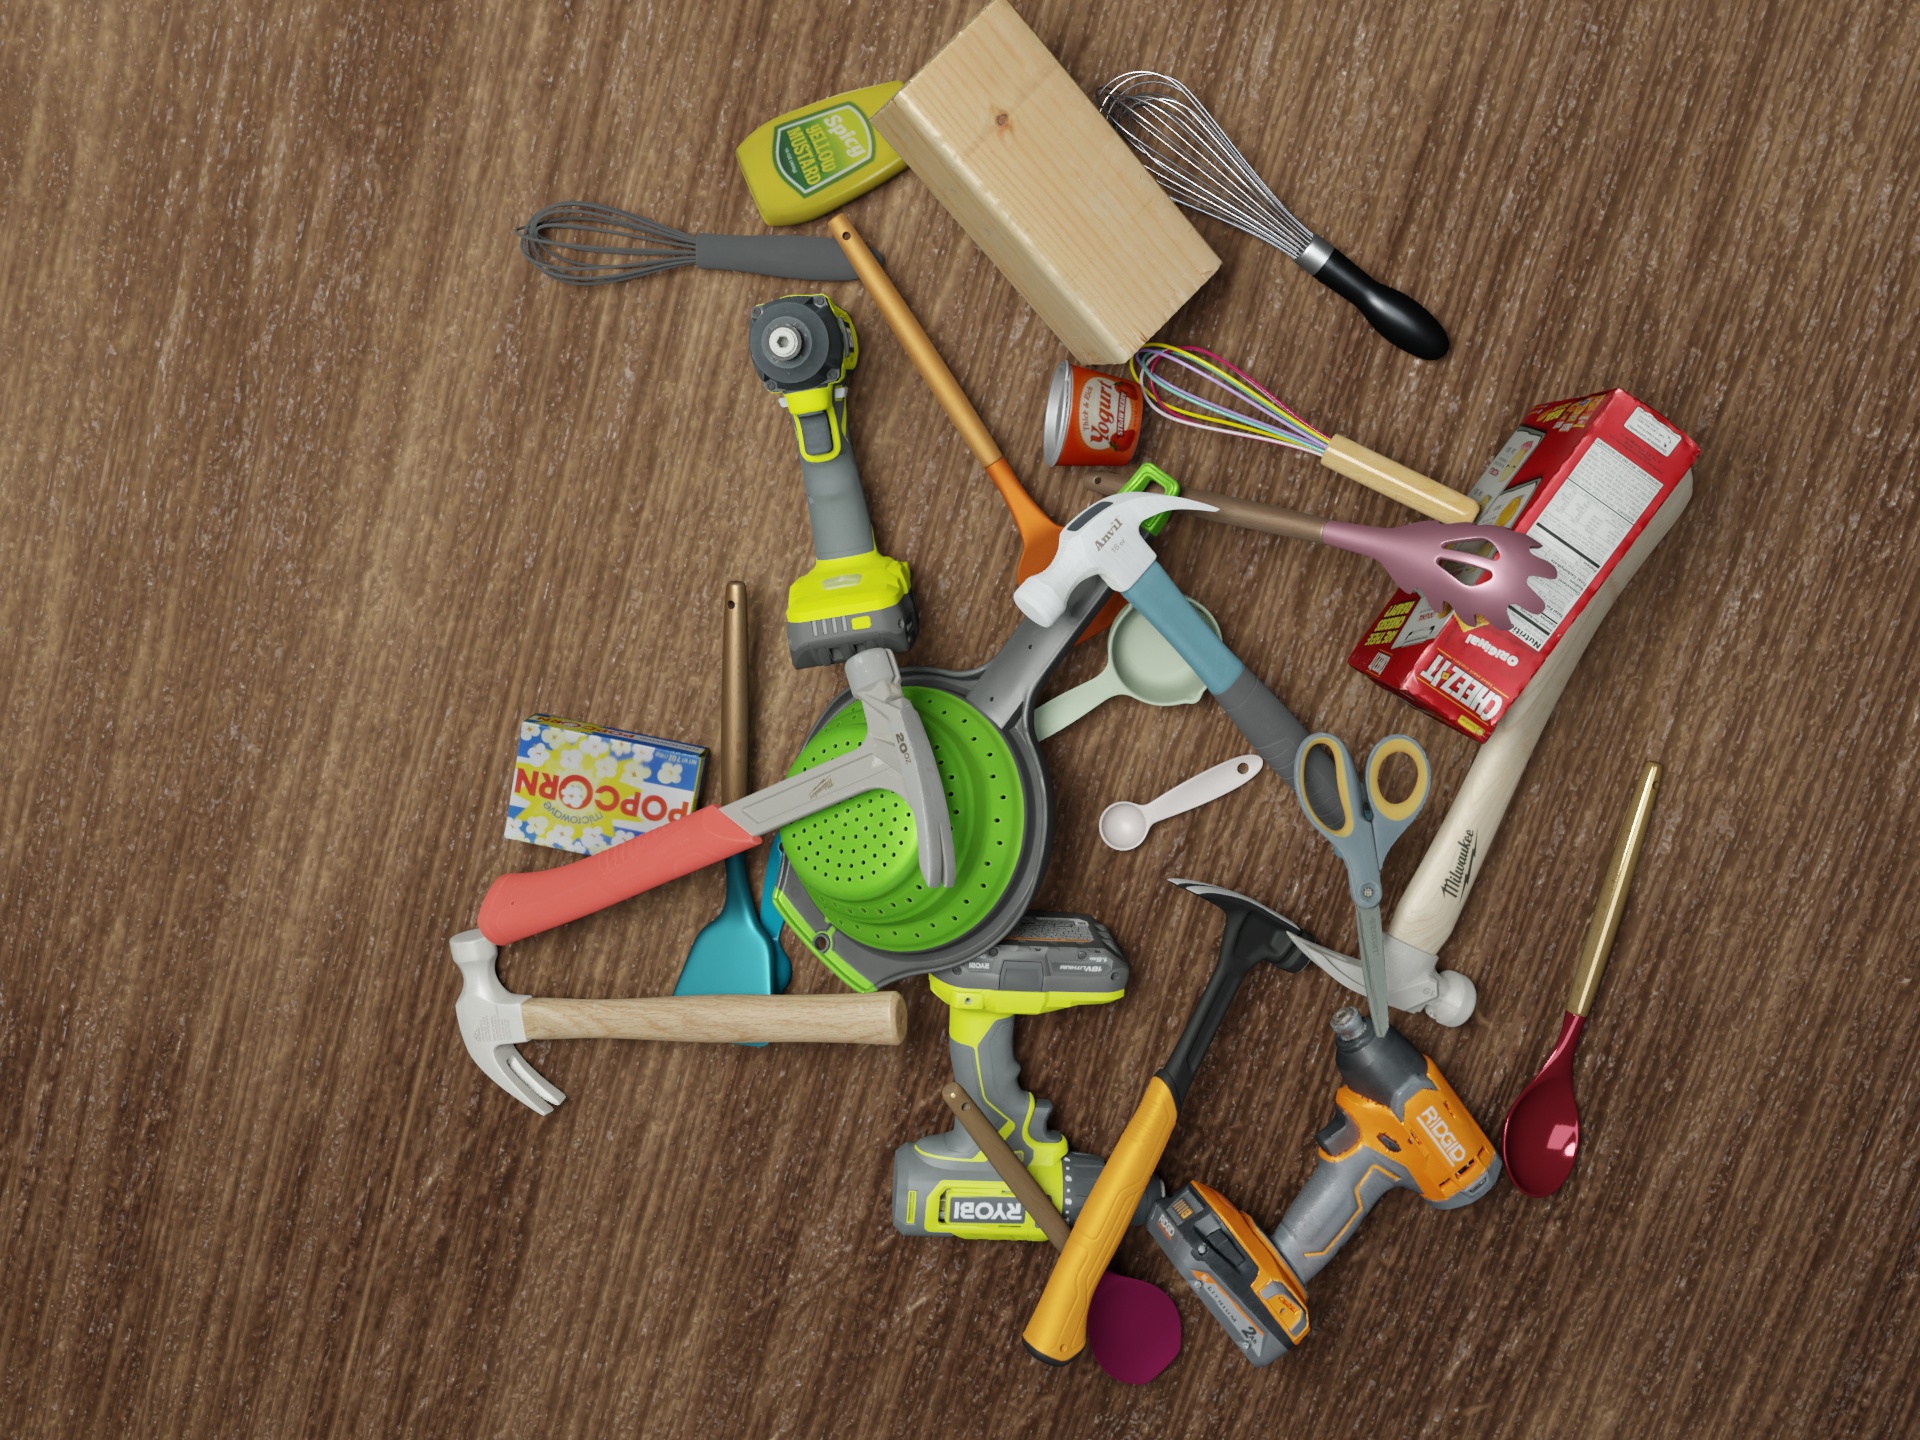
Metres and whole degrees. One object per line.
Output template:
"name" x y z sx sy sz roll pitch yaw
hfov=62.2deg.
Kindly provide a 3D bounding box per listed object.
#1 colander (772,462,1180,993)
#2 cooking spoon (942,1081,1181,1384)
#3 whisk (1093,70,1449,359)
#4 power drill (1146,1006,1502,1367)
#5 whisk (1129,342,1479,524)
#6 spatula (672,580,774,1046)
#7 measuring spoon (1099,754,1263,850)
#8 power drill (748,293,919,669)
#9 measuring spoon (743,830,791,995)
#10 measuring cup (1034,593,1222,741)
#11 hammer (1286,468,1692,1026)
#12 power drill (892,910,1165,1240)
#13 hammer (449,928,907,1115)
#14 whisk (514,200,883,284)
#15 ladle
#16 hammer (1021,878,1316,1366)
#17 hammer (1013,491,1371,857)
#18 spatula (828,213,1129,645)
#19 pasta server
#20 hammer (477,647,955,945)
"colander" -0.002 -0.003 1.010 0.205 0.094 0.397 41 102 25
"cooking spoon" 0.070 0.353 1.086 0.069 0.017 0.318 -39 118 -12
"whisk" 0.202 -0.320 1.026 0.284 0.070 0.070 34 98 -9
"power drill" 0.242 0.311 1.090 0.226 0.084 0.164 -38 104 -5
"whisk" 0.216 -0.182 1.020 0.245 0.051 0.047 30 123 15
"spatula" -0.156 0.064 1.076 0.082 0.044 0.317 7 106 18
"measuring spoon" 0.153 0.053 1.105 0.124 0.018 0.034 -25 98 -2
"power drill" -0.085 -0.152 0.999 0.080 0.171 0.223 -9 102 4
"measuring spoon" -0.133 0.137 1.117 0.042 0.021 0.128 11 99 0
"measuring cup" 0.099 -0.028 1.080 0.167 0.038 0.083 -31 101 10
"hammer" 0.365 0.003 1.063 0.146 0.038 0.410 23 97 -22
"power drill" 0.054 0.253 1.105 0.190 0.080 0.228 3 101 -5
"hammer" -0.195 0.206 1.085 0.331 0.031 0.130 -3 101 18
"whisk" -0.170 -0.307 1.037 0.239 0.055 0.055 3 99 -3
"ladle" 0.437 0.180 1.109 0.069 0.031 0.315 12 97 -23
"hammer" 0.123 0.272 1.067 0.127 0.034 0.337 29 86 -33
"hammer" 0.178 -0.018 1.023 0.128 0.033 0.330 -49 117 -8
"spatula" 0.008 -0.191 1.049 0.081 0.041 0.322 -33 98 7
"pasta server" 0.205 -0.118 0.978 0.316 0.040 0.060 20 88 39
"hammer" -0.169 0.087 1.014 0.359 0.036 0.149 -23 74 26
